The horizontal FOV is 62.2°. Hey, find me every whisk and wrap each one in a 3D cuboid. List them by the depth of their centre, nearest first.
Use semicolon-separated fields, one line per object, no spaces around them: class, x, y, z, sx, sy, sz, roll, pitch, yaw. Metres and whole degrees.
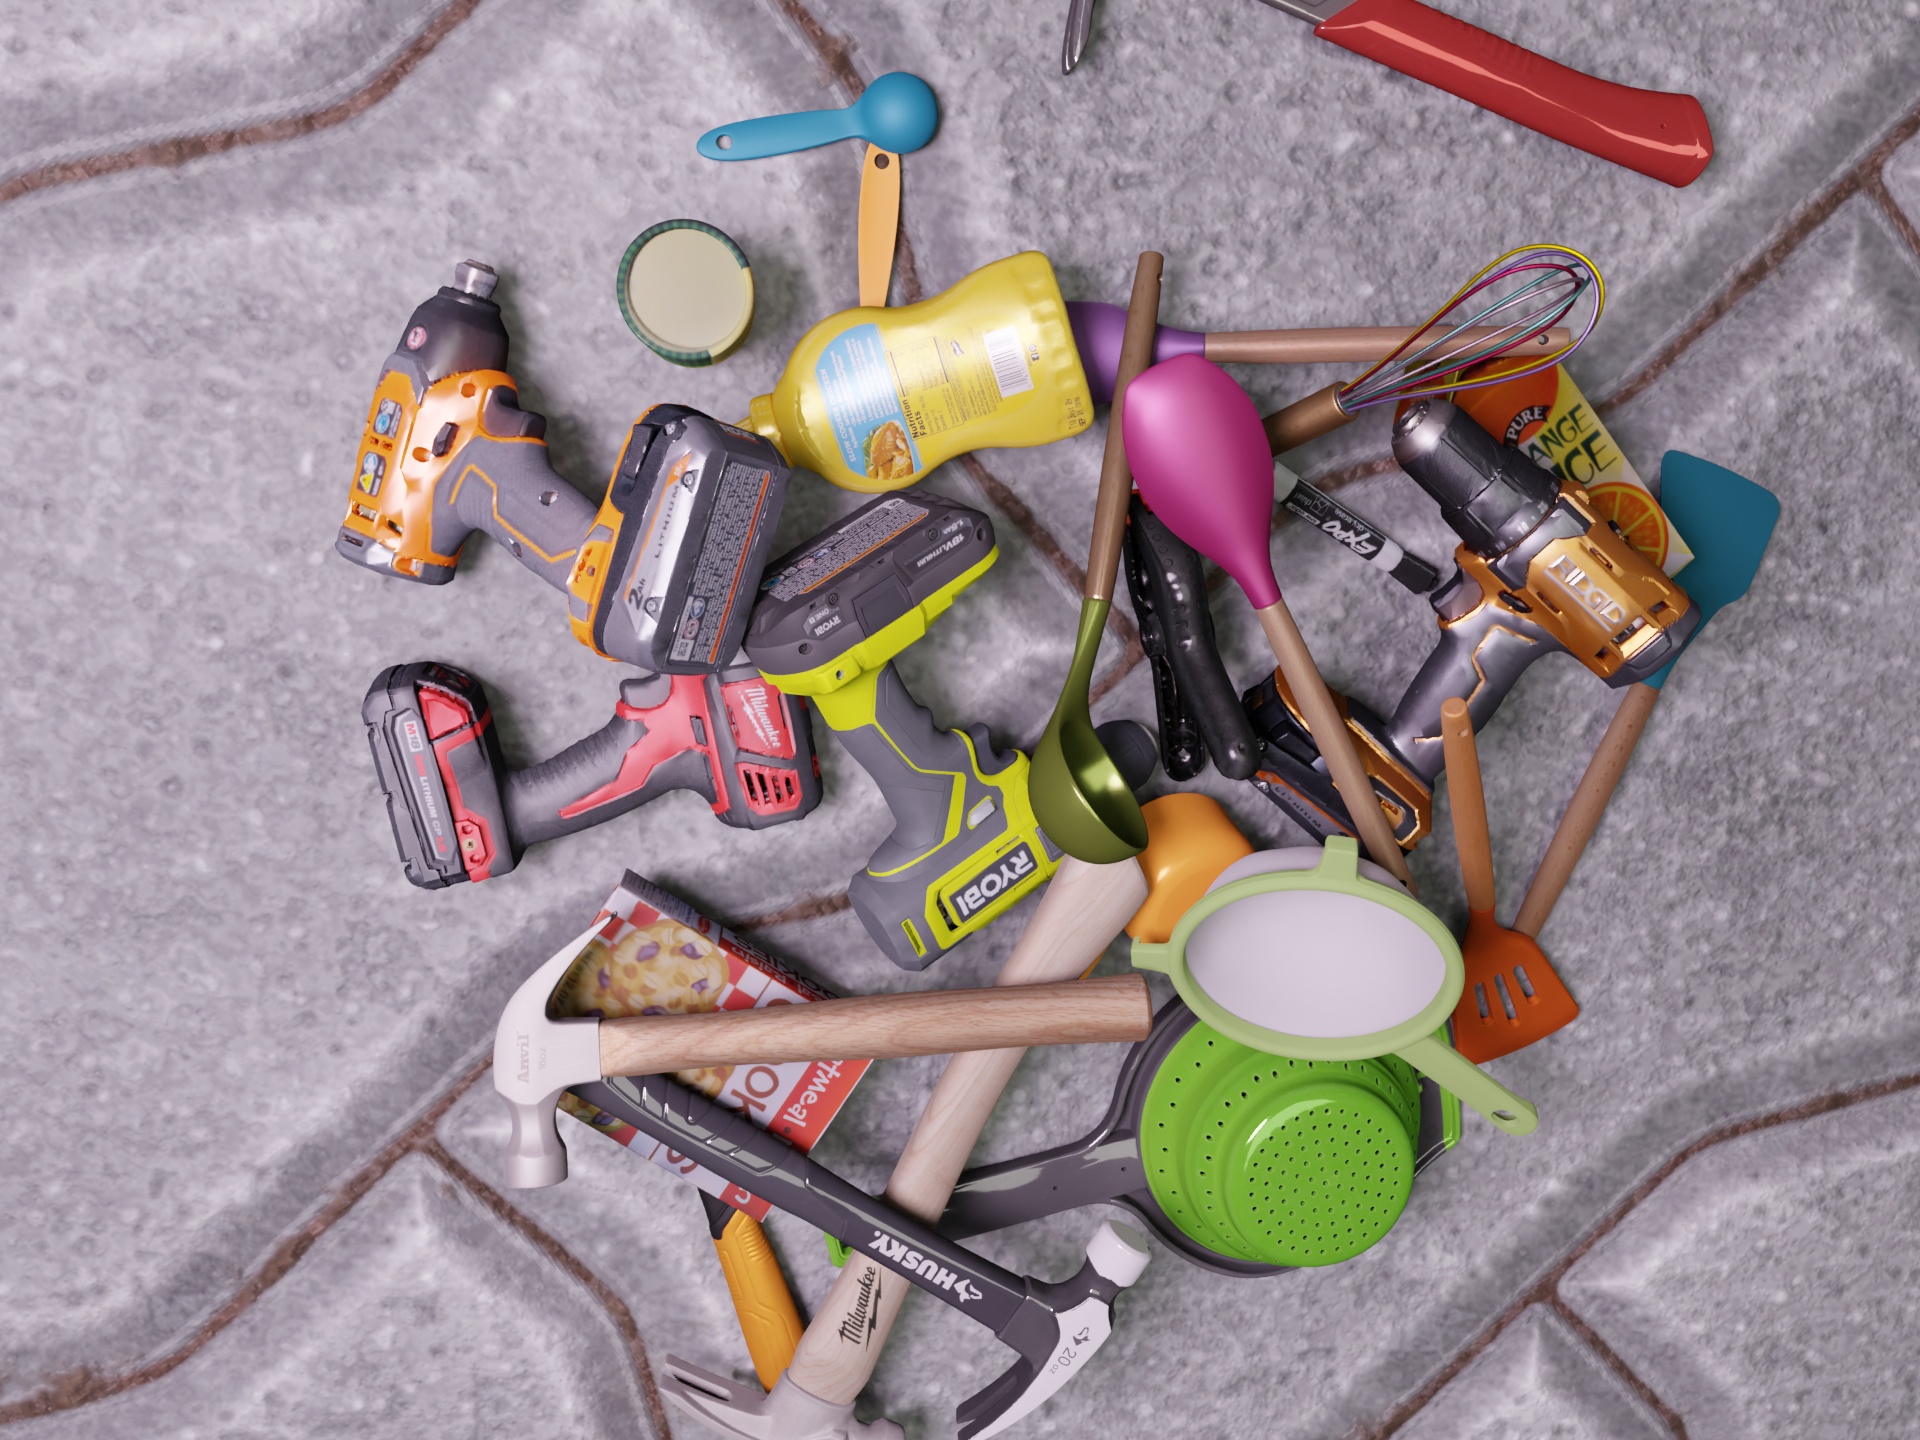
whisk;0.211;-0.173;0.801;0.047;0.245;0.051;34;58;-26

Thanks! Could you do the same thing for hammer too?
hammer;-0.066;0.155;0.807;0.331;0.031;0.130;-3;89;-9
hammer;-0.074;0.260;0.845;0.334;0.035;0.146;32;98;-9
hammer;0.238;-0.358;0.854;0.359;0.037;0.149;19;97;-10
hammer;-0.021;0.235;0.879;0.146;0.038;0.410;25;101;-8
hammer;-0.120;0.303;0.929;0.127;0.034;0.336;-16;102;-3

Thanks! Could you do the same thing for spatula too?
spatula;0.155;-0.195;0.841;0.316;0.018;0.059;1;101;11
spatula;0.292;0.094;0.881;0.081;0.041;0.322;-25;138;3
spatula;0.394;0.000;0.950;0.082;0.044;0.317;20;102;-11

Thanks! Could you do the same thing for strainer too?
strainer;0.228;0.140;0.865;0.256;0.069;0.151;36;132;-21

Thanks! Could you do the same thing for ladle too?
ladle;0.085;-0.086;0.814;0.062;0.078;0.320;6;84;30

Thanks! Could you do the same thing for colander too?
colander;0.118;0.268;0.923;0.397;0.094;0.204;-14;102;-5

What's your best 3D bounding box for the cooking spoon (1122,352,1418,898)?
cooking spoon;0.169;-0.038;0.817;0.069;0.017;0.318;-26;105;9

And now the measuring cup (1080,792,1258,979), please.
measuring cup;0.102;0.124;0.906;0.095;0.052;0.173;26;106;-36

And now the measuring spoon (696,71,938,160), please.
measuring spoon;-0.074;-0.311;0.825;0.128;0.021;0.042;-12;90;-4

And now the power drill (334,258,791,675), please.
power drill;-0.199;-0.125;0.774;0.227;0.084;0.164;22;99;25

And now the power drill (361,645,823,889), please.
power drill;-0.191;0.002;0.844;0.219;0.079;0.143;-12;103;-9

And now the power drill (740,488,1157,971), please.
power drill;-0.001;-0.003;0.842;0.190;0.080;0.228;-34;119;-16

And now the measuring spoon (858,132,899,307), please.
measuring spoon;-0.045;-0.254;0.850;0.021;0.011;0.117;4;96;-4

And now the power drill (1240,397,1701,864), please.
power drill;0.246;-0.044;0.854;0.185;0.084;0.226;40;115;-9
